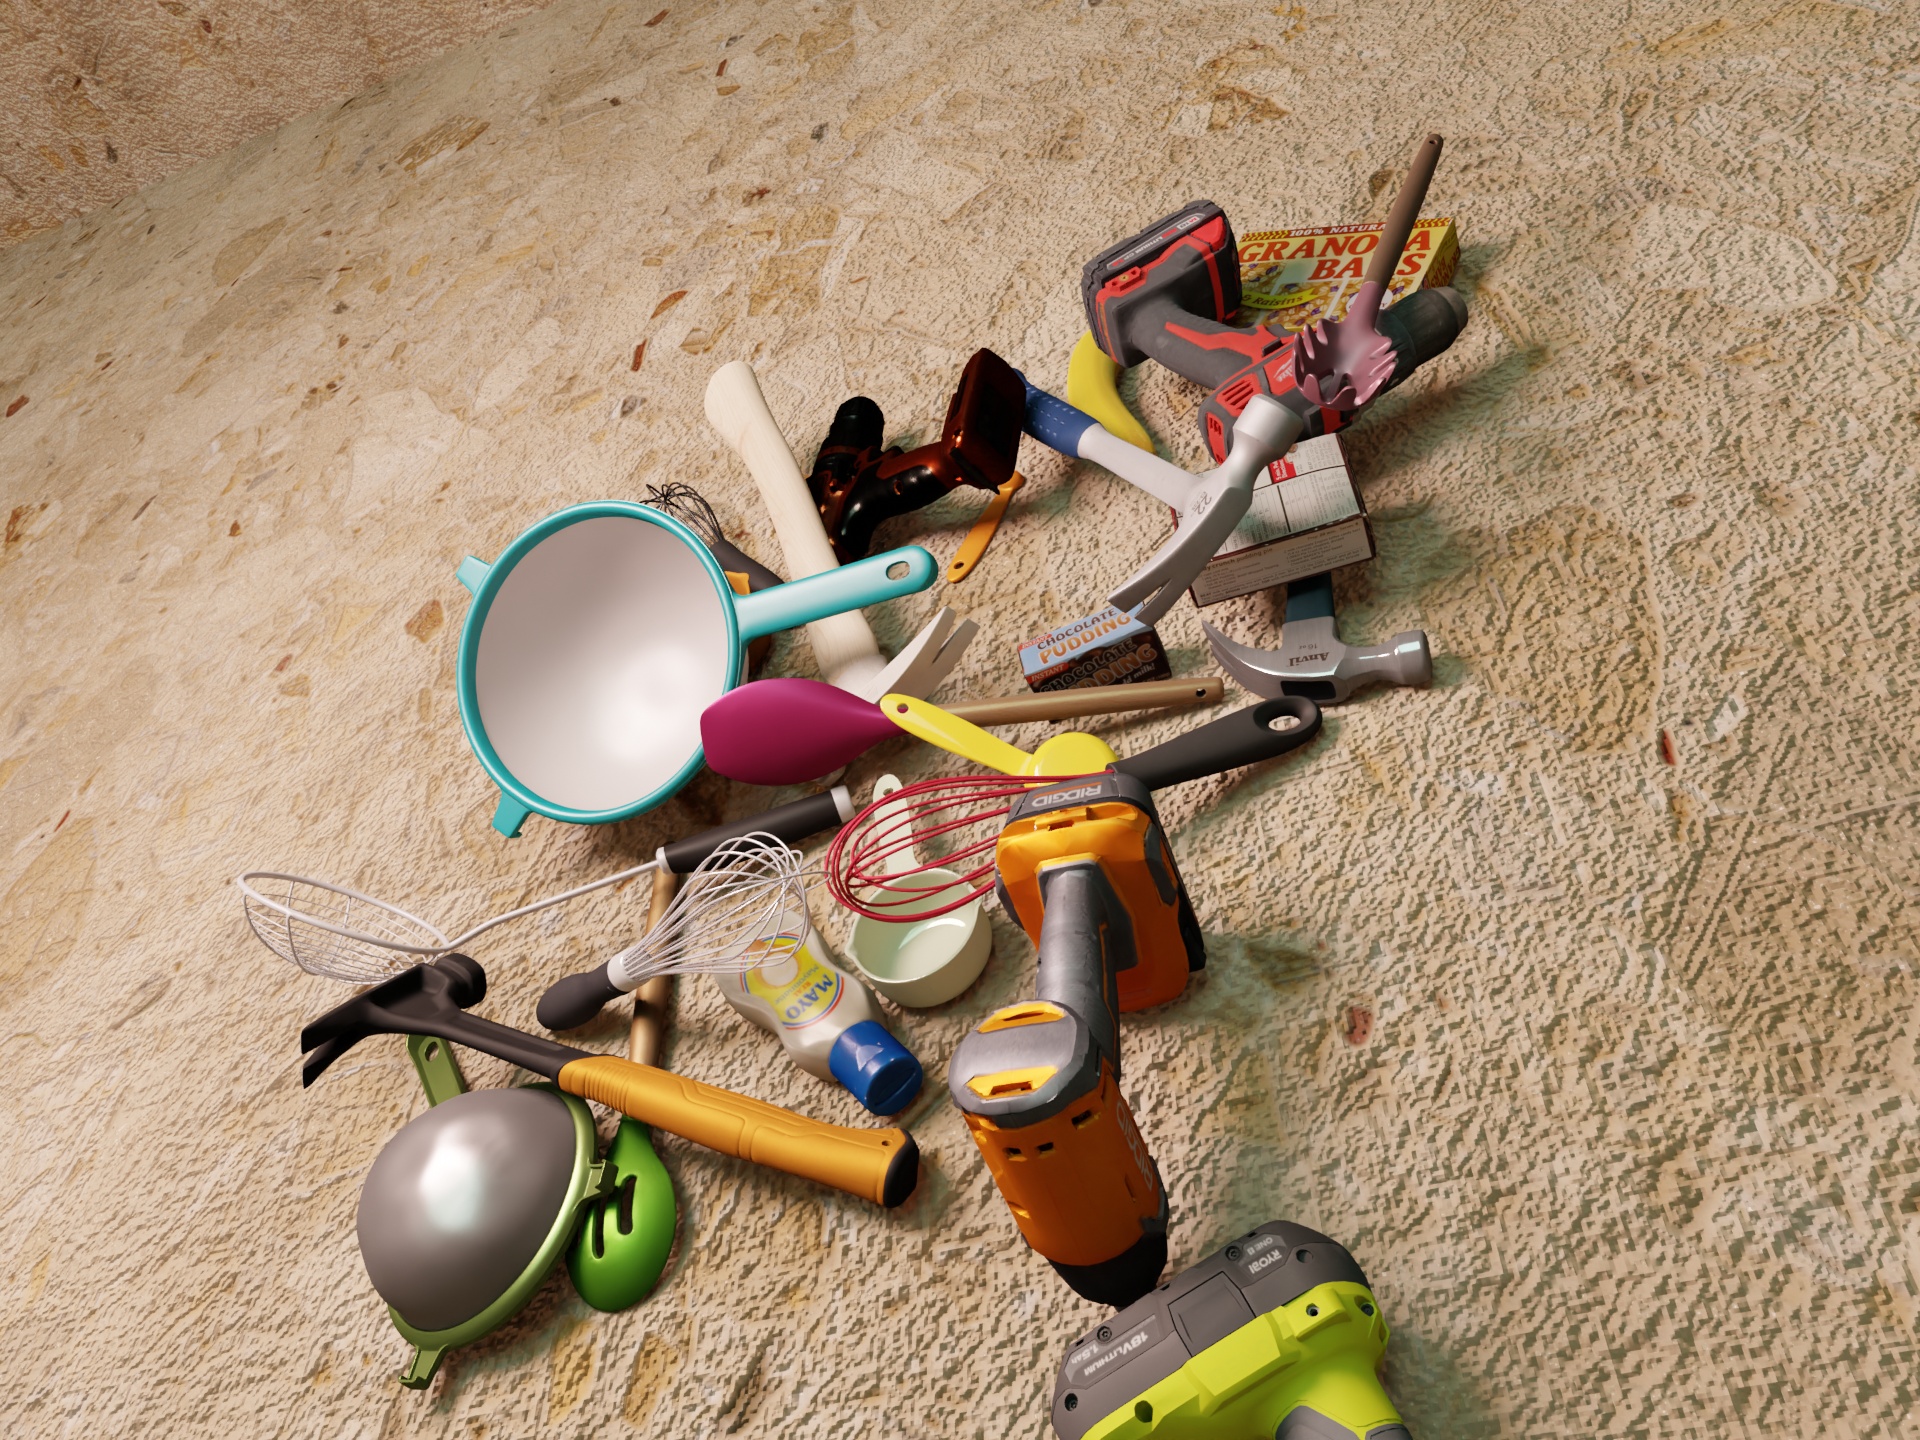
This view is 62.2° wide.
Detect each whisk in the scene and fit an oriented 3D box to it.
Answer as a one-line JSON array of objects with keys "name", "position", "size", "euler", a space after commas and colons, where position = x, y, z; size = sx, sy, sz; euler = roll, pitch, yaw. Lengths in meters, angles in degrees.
[{"name": "whisk", "position": [-0.186, -0.132, 1.233], "size": [0.055, 0.055, 0.239], "euler": [-39, 45, -12]}, {"name": "whisk", "position": [0.067, 0.041, 0.863], "size": [0.296, 0.073, 0.073], "euler": [-19, 38, -14]}, {"name": "whisk", "position": [-0.166, 0.128, 0.873], "size": [0.284, 0.070, 0.070], "euler": [-31, 31, 43]}]

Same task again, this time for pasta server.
[{"name": "pasta server", "position": [0.269, -0.293, 1.006], "size": [0.060, 0.040, 0.316], "euler": [20, 54, 11]}]

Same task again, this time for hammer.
[{"name": "hammer", "position": [0.222, -0.136, 1.010], "size": [0.128, 0.033, 0.331], "euler": [-9, 44, 20]}, {"name": "hammer", "position": [0.087, -0.180, 1.061], "size": [0.144, 0.035, 0.406], "euler": [-57, 25, 9]}, {"name": "hammer", "position": [-0.180, 0.193, 0.832], "size": [0.337, 0.034, 0.127], "euler": [12, 17, 22]}, {"name": "hammer", "position": [-0.108, -0.143, 1.123], "size": [0.146, 0.038, 0.411], "euler": [-44, 45, 19]}]

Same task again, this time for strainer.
[{"name": "strainer", "position": [-0.294, 0.229, 0.887], "size": [0.151, 0.069, 0.257], "euler": [-47, 37, -4]}, {"name": "strainer", "position": [-0.162, -0.050, 1.041], "size": [0.340, 0.095, 0.211], "euler": [-15, 79, 16]}]

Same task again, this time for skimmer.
[{"name": "skimmer", "position": [-0.249, 0.079, 0.976], "size": [0.363, 0.090, 0.127], "euler": [-18, 0, -5]}]

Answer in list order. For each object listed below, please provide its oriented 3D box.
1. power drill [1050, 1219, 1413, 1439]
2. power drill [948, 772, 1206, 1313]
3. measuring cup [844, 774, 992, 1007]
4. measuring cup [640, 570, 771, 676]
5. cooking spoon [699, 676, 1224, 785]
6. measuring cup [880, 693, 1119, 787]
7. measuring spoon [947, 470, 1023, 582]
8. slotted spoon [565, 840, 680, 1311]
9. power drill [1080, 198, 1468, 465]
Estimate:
[{"name": "power drill", "position": [0.125, 0.316, 0.565], "size": [0.190, 0.080, 0.229], "euler": [-31, 43, -2]}, {"name": "power drill", "position": [0.062, 0.148, 0.732], "size": [0.084, 0.164, 0.227], "euler": [-13, 30, 19]}, {"name": "measuring cup", "position": [-0.027, 0.095, 0.912], "size": [0.083, 0.038, 0.168], "euler": [-23, 38, 7]}, {"name": "measuring cup", "position": [-0.202, -0.077, 1.181], "size": [0.095, 0.052, 0.174], "euler": [-39, 39, -11]}, {"name": "cooking spoon", "position": [-0.002, -0.003, 0.959], "size": [0.319, 0.068, 0.017], "euler": [-6, 16, 6]}, {"name": "measuring cup", "position": [0.022, 0.014, 0.922], "size": [0.156, 0.029, 0.062], "euler": [24, 68, 13]}, {"name": "measuring spoon", "position": [0.016, -0.143, 1.152], "size": [0.021, 0.011, 0.117], "euler": [5, 50, 33]}, {"name": "slotted spoon", "position": [-0.183, 0.186, 0.916], "size": [0.070, 0.031, 0.314], "euler": [-22, 39, 16]}, {"name": "power drill", "position": [0.205, -0.267, 1.069], "size": [0.188, 0.080, 0.227], "euler": [-31, 46, -7]}]
